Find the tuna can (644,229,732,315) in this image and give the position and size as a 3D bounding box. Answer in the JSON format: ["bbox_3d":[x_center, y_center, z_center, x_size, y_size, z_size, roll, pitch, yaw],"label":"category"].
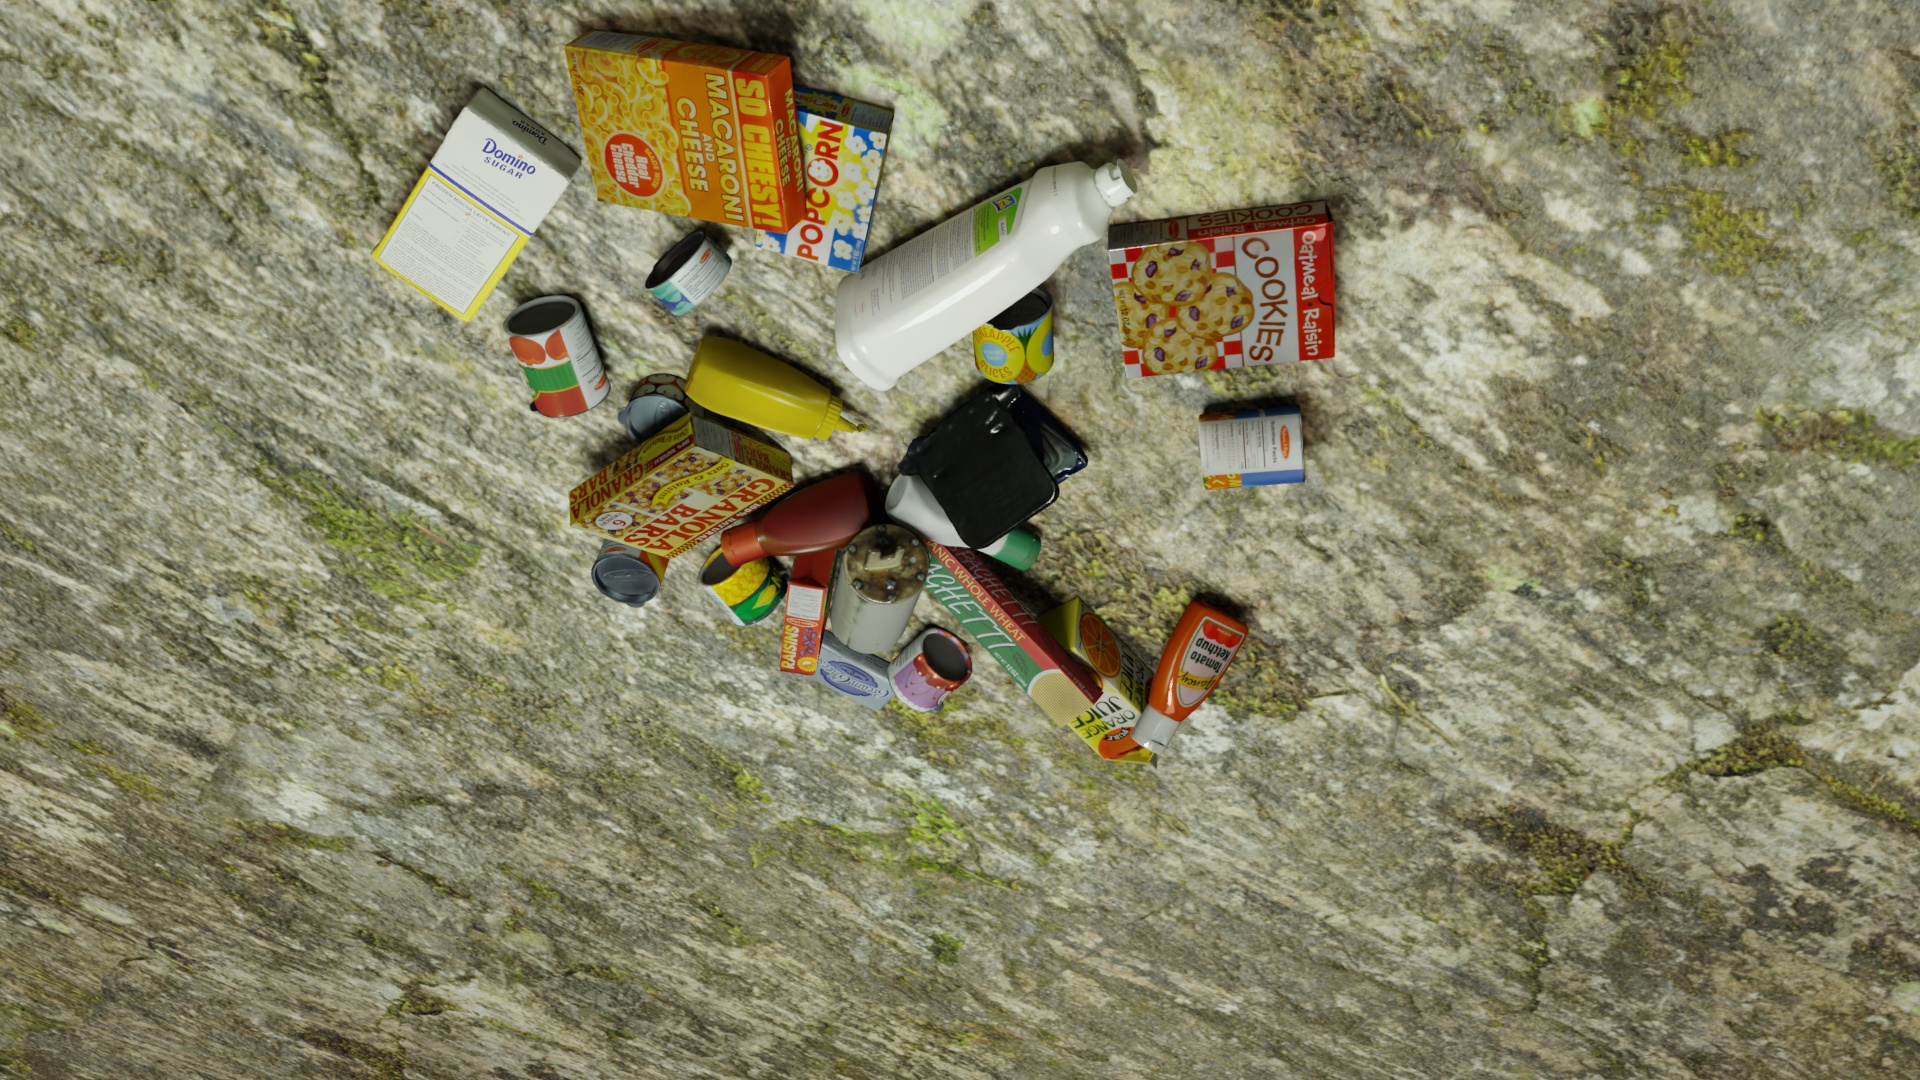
[{"bbox_3d":[-0.218,-0.214,1.112,0.071,0.071,0.032,-27,124,28],"label":"tuna can"}]

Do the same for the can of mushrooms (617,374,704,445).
[{"bbox_3d":[-0.264,-0.113,1.230,0.071,0.034,0.070,4,133,4],"label":"can of mushrooms"}]

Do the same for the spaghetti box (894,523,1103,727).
[{"bbox_3d":[0.030,0.069,1.296,0.250,0.029,0.050,47,126,-2],"label":"spaghetti box"}]

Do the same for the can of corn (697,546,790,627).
[{"bbox_3d":[-0.208,0.038,1.339,0.071,0.071,0.058,-20,126,24],"label":"can of corn"}]

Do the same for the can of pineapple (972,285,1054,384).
[{"bbox_3d":[0.041,-0.166,1.115,0.071,0.071,0.057,1,132,7],"label":"can of pineapple"}]

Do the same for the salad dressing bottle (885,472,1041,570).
[{"bbox_3d":[0.005,-0.016,1.265,0.147,0.064,0.043,24,126,-24],"label":"salad dressing bottle"}]

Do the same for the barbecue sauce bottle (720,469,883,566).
[{"bbox_3d":[-0.147,-0.014,1.273,0.148,0.065,0.043,-18,161,14],"label":"barbecue sauce bottle"}]

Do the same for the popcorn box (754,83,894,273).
[{"bbox_3d":[-0.105,-0.273,1.058,0.085,0.038,0.126,15,132,-3],"label":"popcorn box"}]

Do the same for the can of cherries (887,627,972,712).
[{"bbox_3d":[-0.028,0.131,1.395,0.071,0.072,0.058,31,128,-19],"label":"can of cherries"}]

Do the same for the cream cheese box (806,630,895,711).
[{"bbox_3d":[-0.114,0.136,1.440,0.104,0.024,0.053,30,130,-18],"label":"cream cheese box"}]

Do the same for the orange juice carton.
[{"bbox_3d":[0.143,0.151,1.386,0.073,0.072,0.192,-28,122,29],"label":"orange juice carton"}]

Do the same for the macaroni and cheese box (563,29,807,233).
[{"bbox_3d":[-0.198,-0.299,1.016,0.166,0.040,0.123,14,133,18],"label":"macaroni and cheese box"}]

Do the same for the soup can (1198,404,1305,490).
[{"bbox_3d":[0.246,-0.078,1.171,0.084,0.072,0.071,-4,131,13],"label":"soup can"}]

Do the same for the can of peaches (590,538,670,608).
[{"bbox_3d":[-0.315,0.020,1.341,0.071,0.058,0.070,3,133,4],"label":"can of peaches"}]

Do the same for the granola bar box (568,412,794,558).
[{"bbox_3d":[-0.252,-0.047,1.253,0.165,0.039,0.124,-28,150,29],"label":"granola bar box"}]

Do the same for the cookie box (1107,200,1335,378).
[{"bbox_3d":[0.206,-0.193,1.087,0.167,0.040,0.122,-4,131,12],"label":"cookie box"}]

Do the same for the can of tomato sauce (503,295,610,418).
[{"bbox_3d":[-0.344,-0.156,1.179,0.071,0.071,0.082,-2,131,10],"label":"can of tomato sauce"}]

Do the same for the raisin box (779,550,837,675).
[{"bbox_3d":[-0.145,0.057,1.332,0.040,0.086,0.122,10,133,-3],"label":"raisin box"}]

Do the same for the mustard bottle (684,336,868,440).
[{"bbox_3d":[-0.154,-0.120,1.189,0.160,0.066,0.048,22,127,-17],"label":"mustard bottle"}]

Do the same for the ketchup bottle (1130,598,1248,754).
[{"bbox_3d":[0.214,0.132,1.331,0.065,0.043,0.148,26,97,-23],"label":"ketchup bottle"}]
